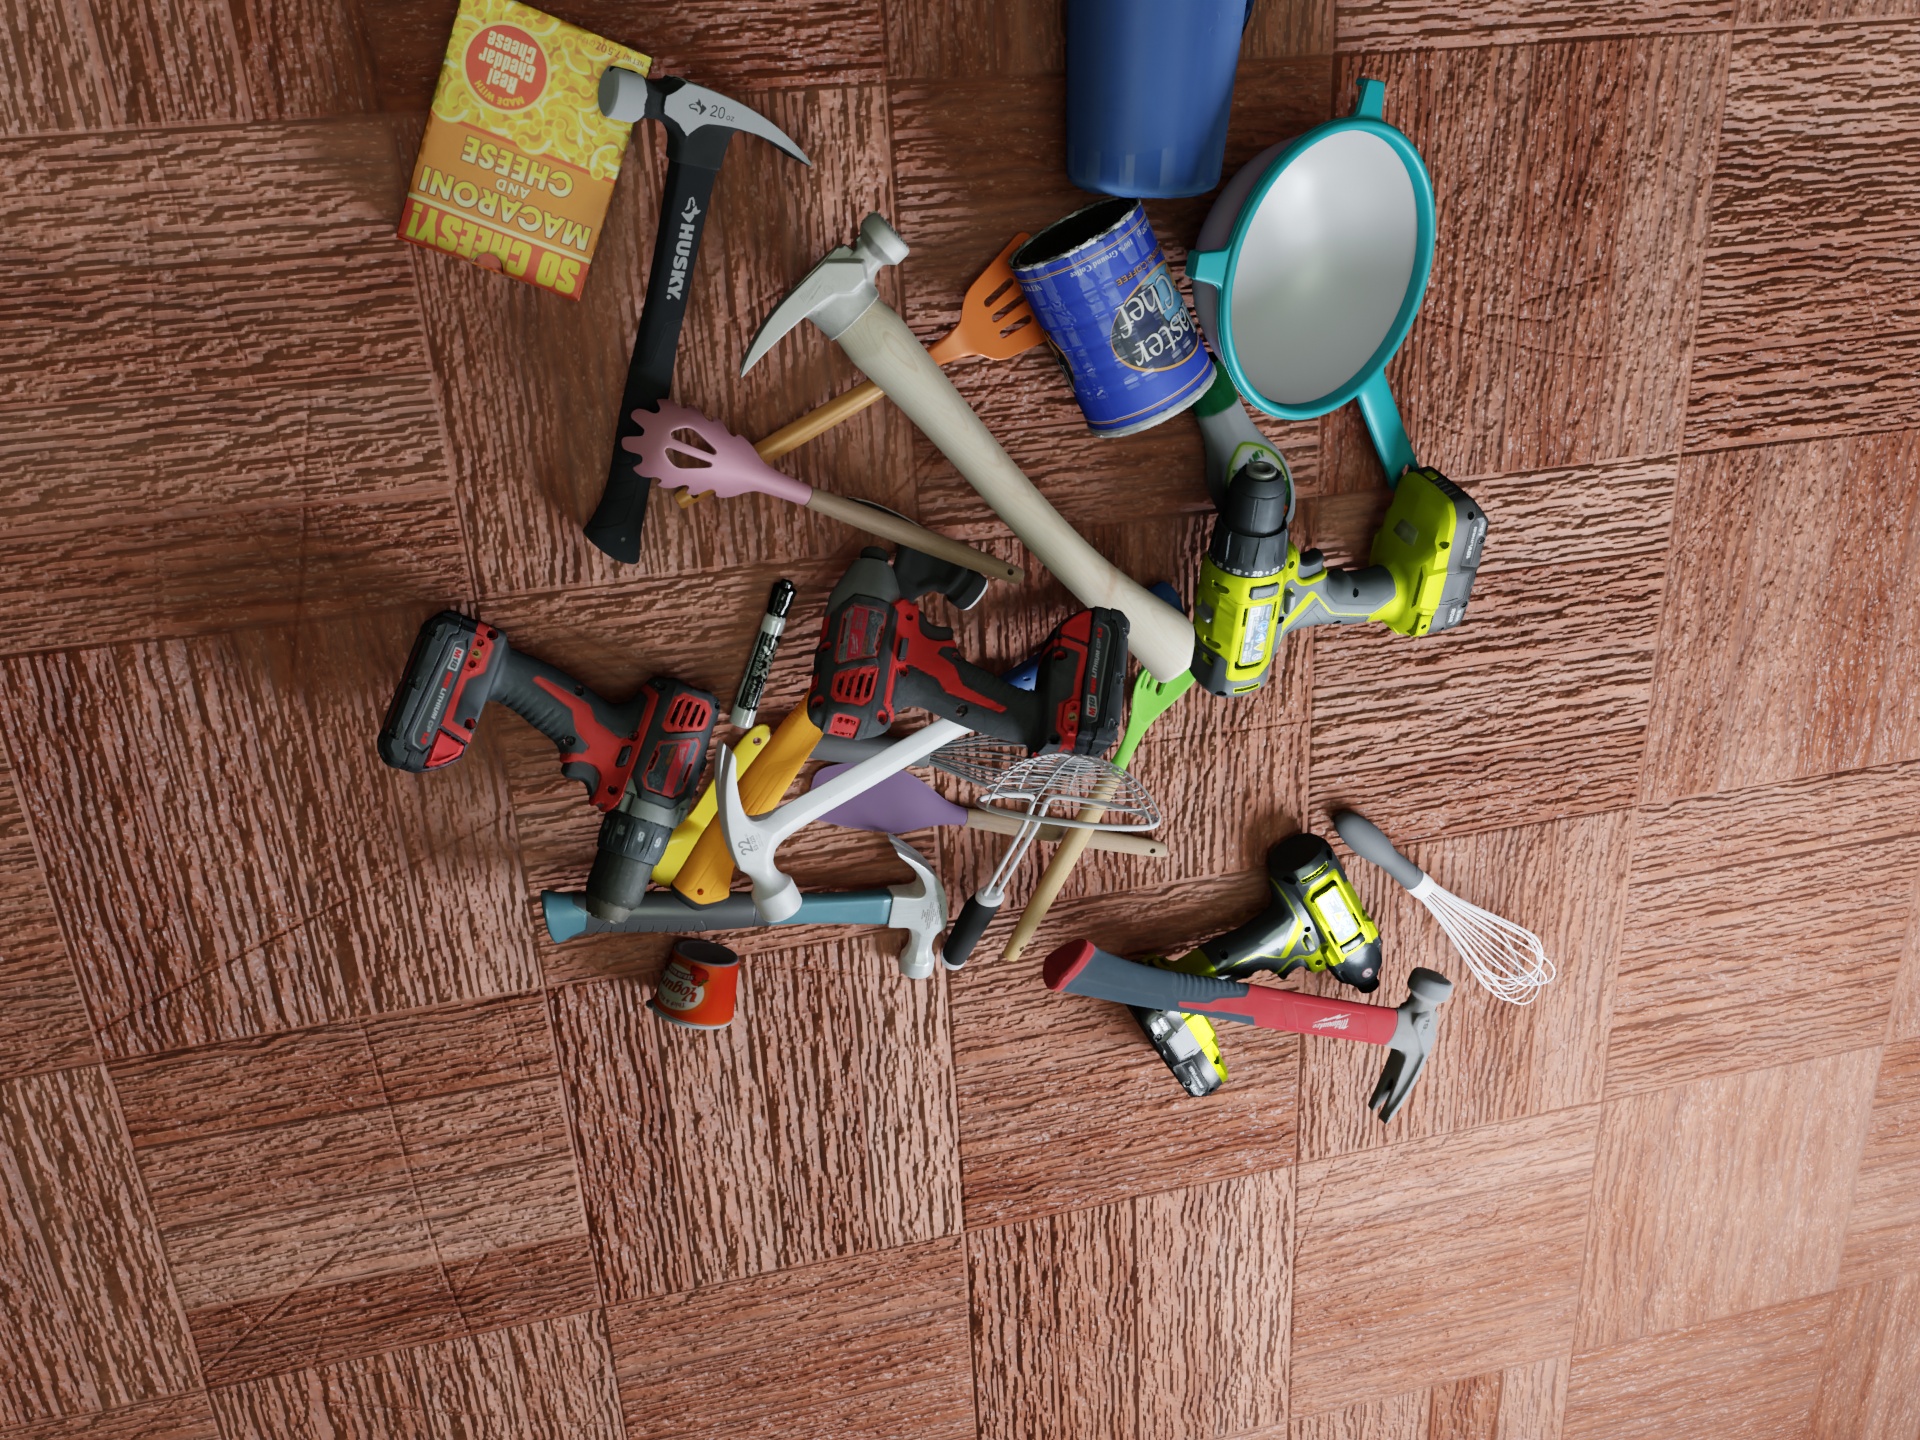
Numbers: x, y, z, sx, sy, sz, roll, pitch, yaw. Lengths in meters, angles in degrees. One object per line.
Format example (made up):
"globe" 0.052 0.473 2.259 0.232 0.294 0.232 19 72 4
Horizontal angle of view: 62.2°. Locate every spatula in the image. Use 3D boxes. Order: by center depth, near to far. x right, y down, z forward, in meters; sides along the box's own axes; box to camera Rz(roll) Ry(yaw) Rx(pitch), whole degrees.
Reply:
"spatula" -0.068 -0.242 1.166 0.322 0.041 0.081 -29 116 3
"spatula" 0.028 0.082 1.322 0.315 0.018 0.059 11 107 -17

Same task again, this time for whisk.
"whisk" -0.028 0.027 1.271 0.239 0.055 0.055 6 110 -13
"whisk" 0.437 0.165 1.443 0.284 0.070 0.070 38 98 -19

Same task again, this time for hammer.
"hammer" -0.204 -0.265 1.100 0.146 0.035 0.334 -1 119 -36
"hammer" 0.024 -0.167 1.168 0.146 0.038 0.410 -41 112 11
"hammer" -0.120 -0.005 1.206 0.127 0.034 0.337 35 88 -24
"hammer" -0.002 -0.004 1.221 0.405 0.035 0.144 -30 117 -15
"hammer" -0.166 0.152 1.268 0.331 0.033 0.128 1 116 -22
"hammer" 0.239 0.254 1.350 0.386 0.038 0.143 13 104 -23

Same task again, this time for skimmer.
"skimmer" 0.040 0.130 1.202 0.127 0.090 0.363 5 146 -15

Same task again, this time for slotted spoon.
"slotted spoon" 0.113 0.063 1.314 0.070 0.031 0.313 18 103 -50

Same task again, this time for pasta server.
"pasta server" -0.089 -0.155 1.151 0.316 0.040 0.060 18 96 -28

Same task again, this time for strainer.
"strainer" 0.268 -0.298 1.199 0.211 0.095 0.340 -47 135 -7

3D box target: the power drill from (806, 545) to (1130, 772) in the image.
"power drill" 0.005 -0.044 1.157 0.219 0.078 0.143 11 69 -8

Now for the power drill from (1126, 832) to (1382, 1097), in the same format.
"power drill" 0.264 0.225 1.410 0.223 0.080 0.171 -34 115 -3

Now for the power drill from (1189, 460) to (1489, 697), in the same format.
"power drill" 0.289 -0.125 1.237 0.228 0.080 0.190 -13 130 -19

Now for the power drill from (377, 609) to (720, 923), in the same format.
"power drill" -0.303 0.033 1.161 0.226 0.080 0.188 22 83 -23

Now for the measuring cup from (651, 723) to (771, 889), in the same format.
"measuring cup" -0.195 0.069 1.252 0.062 0.029 0.156 31 104 -23
